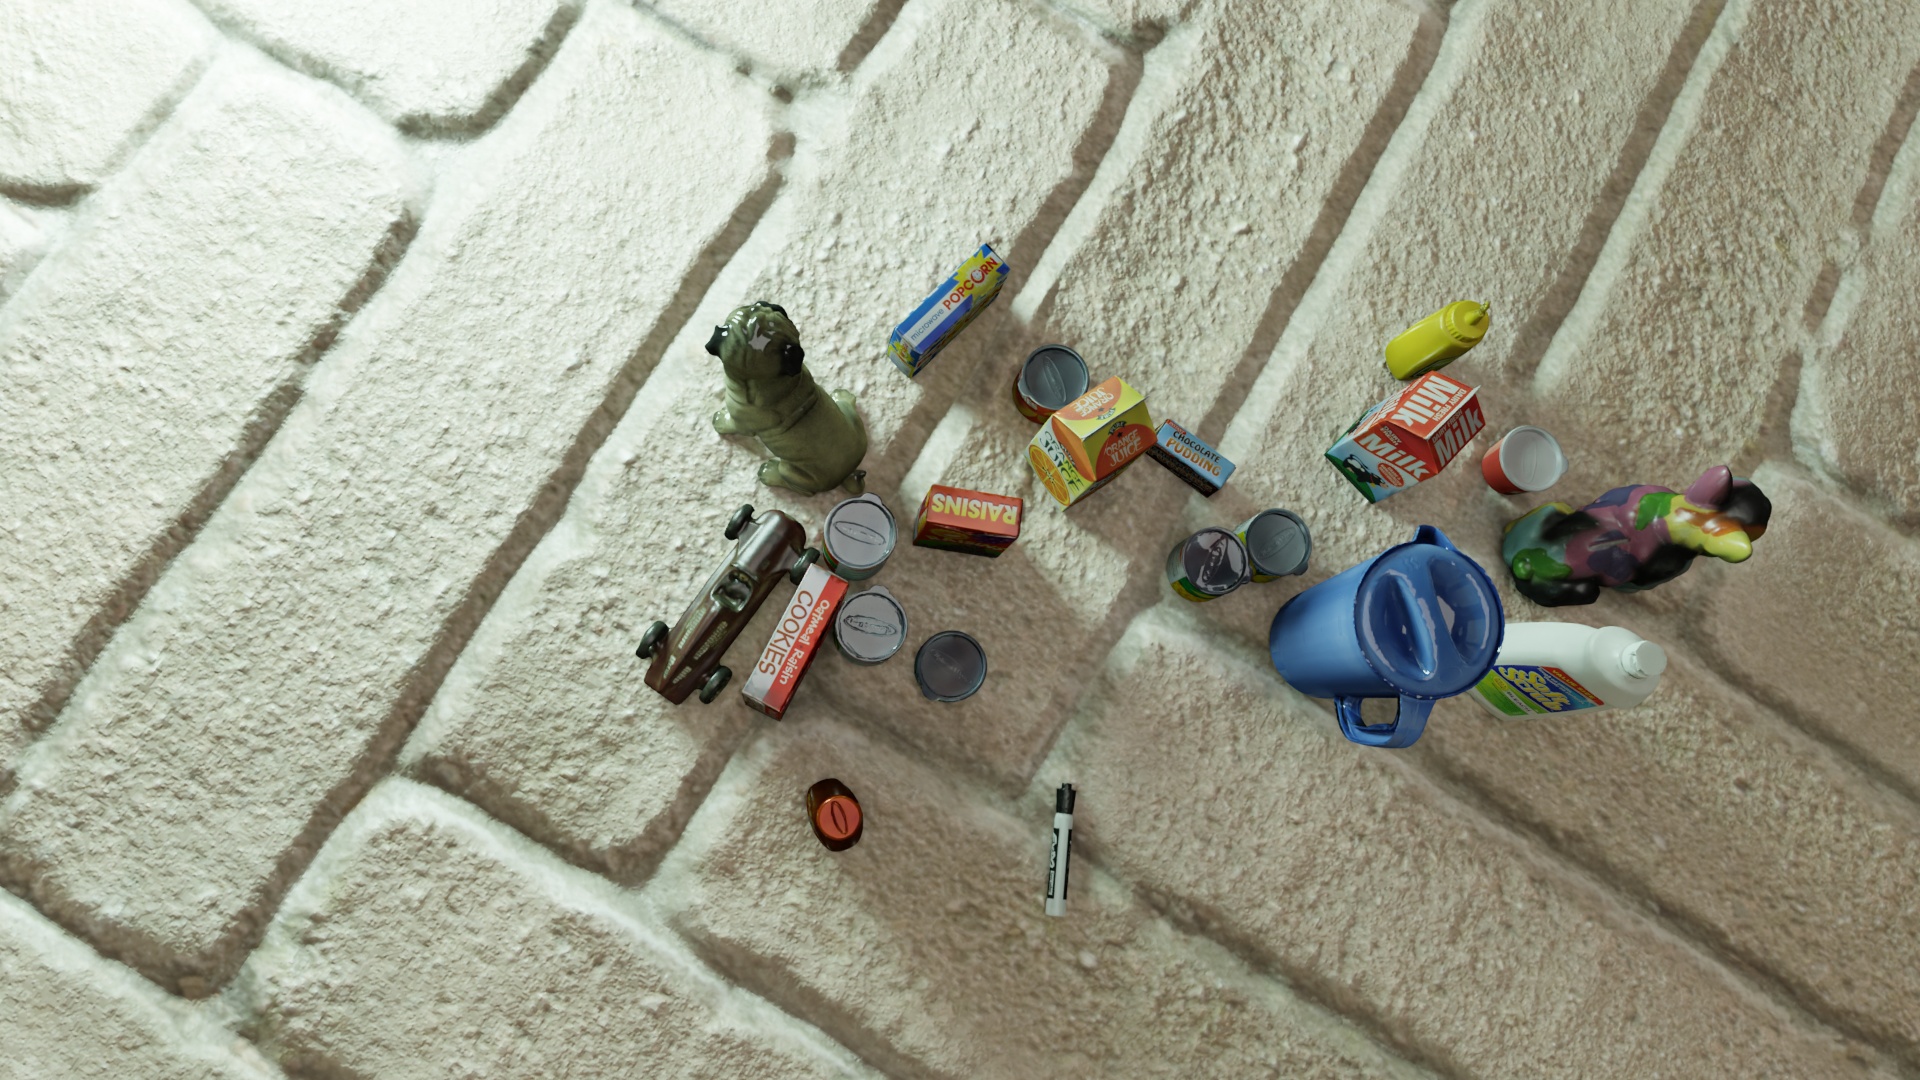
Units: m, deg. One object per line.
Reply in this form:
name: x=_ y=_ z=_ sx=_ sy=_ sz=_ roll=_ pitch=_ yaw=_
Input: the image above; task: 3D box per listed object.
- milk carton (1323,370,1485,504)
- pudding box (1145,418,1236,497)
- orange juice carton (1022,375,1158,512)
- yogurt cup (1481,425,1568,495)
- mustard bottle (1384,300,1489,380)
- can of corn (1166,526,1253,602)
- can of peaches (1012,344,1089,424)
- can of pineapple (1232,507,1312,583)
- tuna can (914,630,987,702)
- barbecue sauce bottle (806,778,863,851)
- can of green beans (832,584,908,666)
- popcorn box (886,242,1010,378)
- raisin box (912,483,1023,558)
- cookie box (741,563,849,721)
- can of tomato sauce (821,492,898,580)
milk carton: x=0.428 y=-0.100 z=1.323 sx=0.072 sy=0.190 sz=0.073 roll=-44 pitch=88 yaw=-13
pudding box: x=0.224 y=-0.081 z=1.363 sx=0.084 sy=0.049 sz=0.030 roll=36 pitch=77 yaw=0
orange juice carton: x=0.121 y=-0.090 z=1.277 sx=0.072 sy=0.192 sz=0.073 roll=-32 pitch=86 yaw=-12
yogurt cup: x=0.567 y=-0.078 z=1.409 sx=0.072 sy=0.054 sz=0.072 roll=1 pitch=80 yaw=-8
mustard bottle: x=0.476 y=-0.201 z=1.365 sx=0.065 sy=0.160 sz=0.049 roll=-20 pitch=83 yaw=-11
can of corn: x=0.240 y=0.025 z=1.341 sx=0.071 sy=0.058 sz=0.071 roll=1 pitch=80 yaw=-8
can of peaches: x=0.085 y=-0.150 z=1.352 sx=0.071 sy=0.058 sz=0.071 roll=1 pitch=80 yaw=-8
can of pineapple: x=0.301 y=0.008 z=1.353 sx=0.071 sy=0.057 sz=0.071 roll=1 pitch=80 yaw=-8
tuna can: x=-0.011 y=0.121 z=1.300 sx=0.071 sy=0.032 sz=0.071 roll=1 pitch=79 yaw=-8
barbecue sauce bottle: x=-0.108 y=0.239 z=1.205 sx=0.044 sy=0.148 sz=0.065 roll=-18 pitch=83 yaw=-11
can of green beans: x=-0.084 y=0.082 z=1.284 sx=0.071 sy=0.057 sz=0.071 roll=1 pitch=80 yaw=-8
popcorn box: x=-0.013 y=-0.220 z=1.337 sx=0.038 sy=0.085 sz=0.127 roll=44 pitch=77 yaw=1
raisin box: x=0.005 y=-0.016 z=1.282 sx=0.086 sy=0.123 sz=0.040 roll=10 pitch=79 yaw=-6
cookie box: x=-0.145 y=0.093 z=1.217 sx=0.040 sy=0.167 sz=0.123 roll=27 pitch=77 yaw=-3
can of tomato sauce: x=-0.095 y=-0.002 z=1.286 sx=0.071 sy=0.083 sz=0.071 roll=1 pitch=80 yaw=-8
